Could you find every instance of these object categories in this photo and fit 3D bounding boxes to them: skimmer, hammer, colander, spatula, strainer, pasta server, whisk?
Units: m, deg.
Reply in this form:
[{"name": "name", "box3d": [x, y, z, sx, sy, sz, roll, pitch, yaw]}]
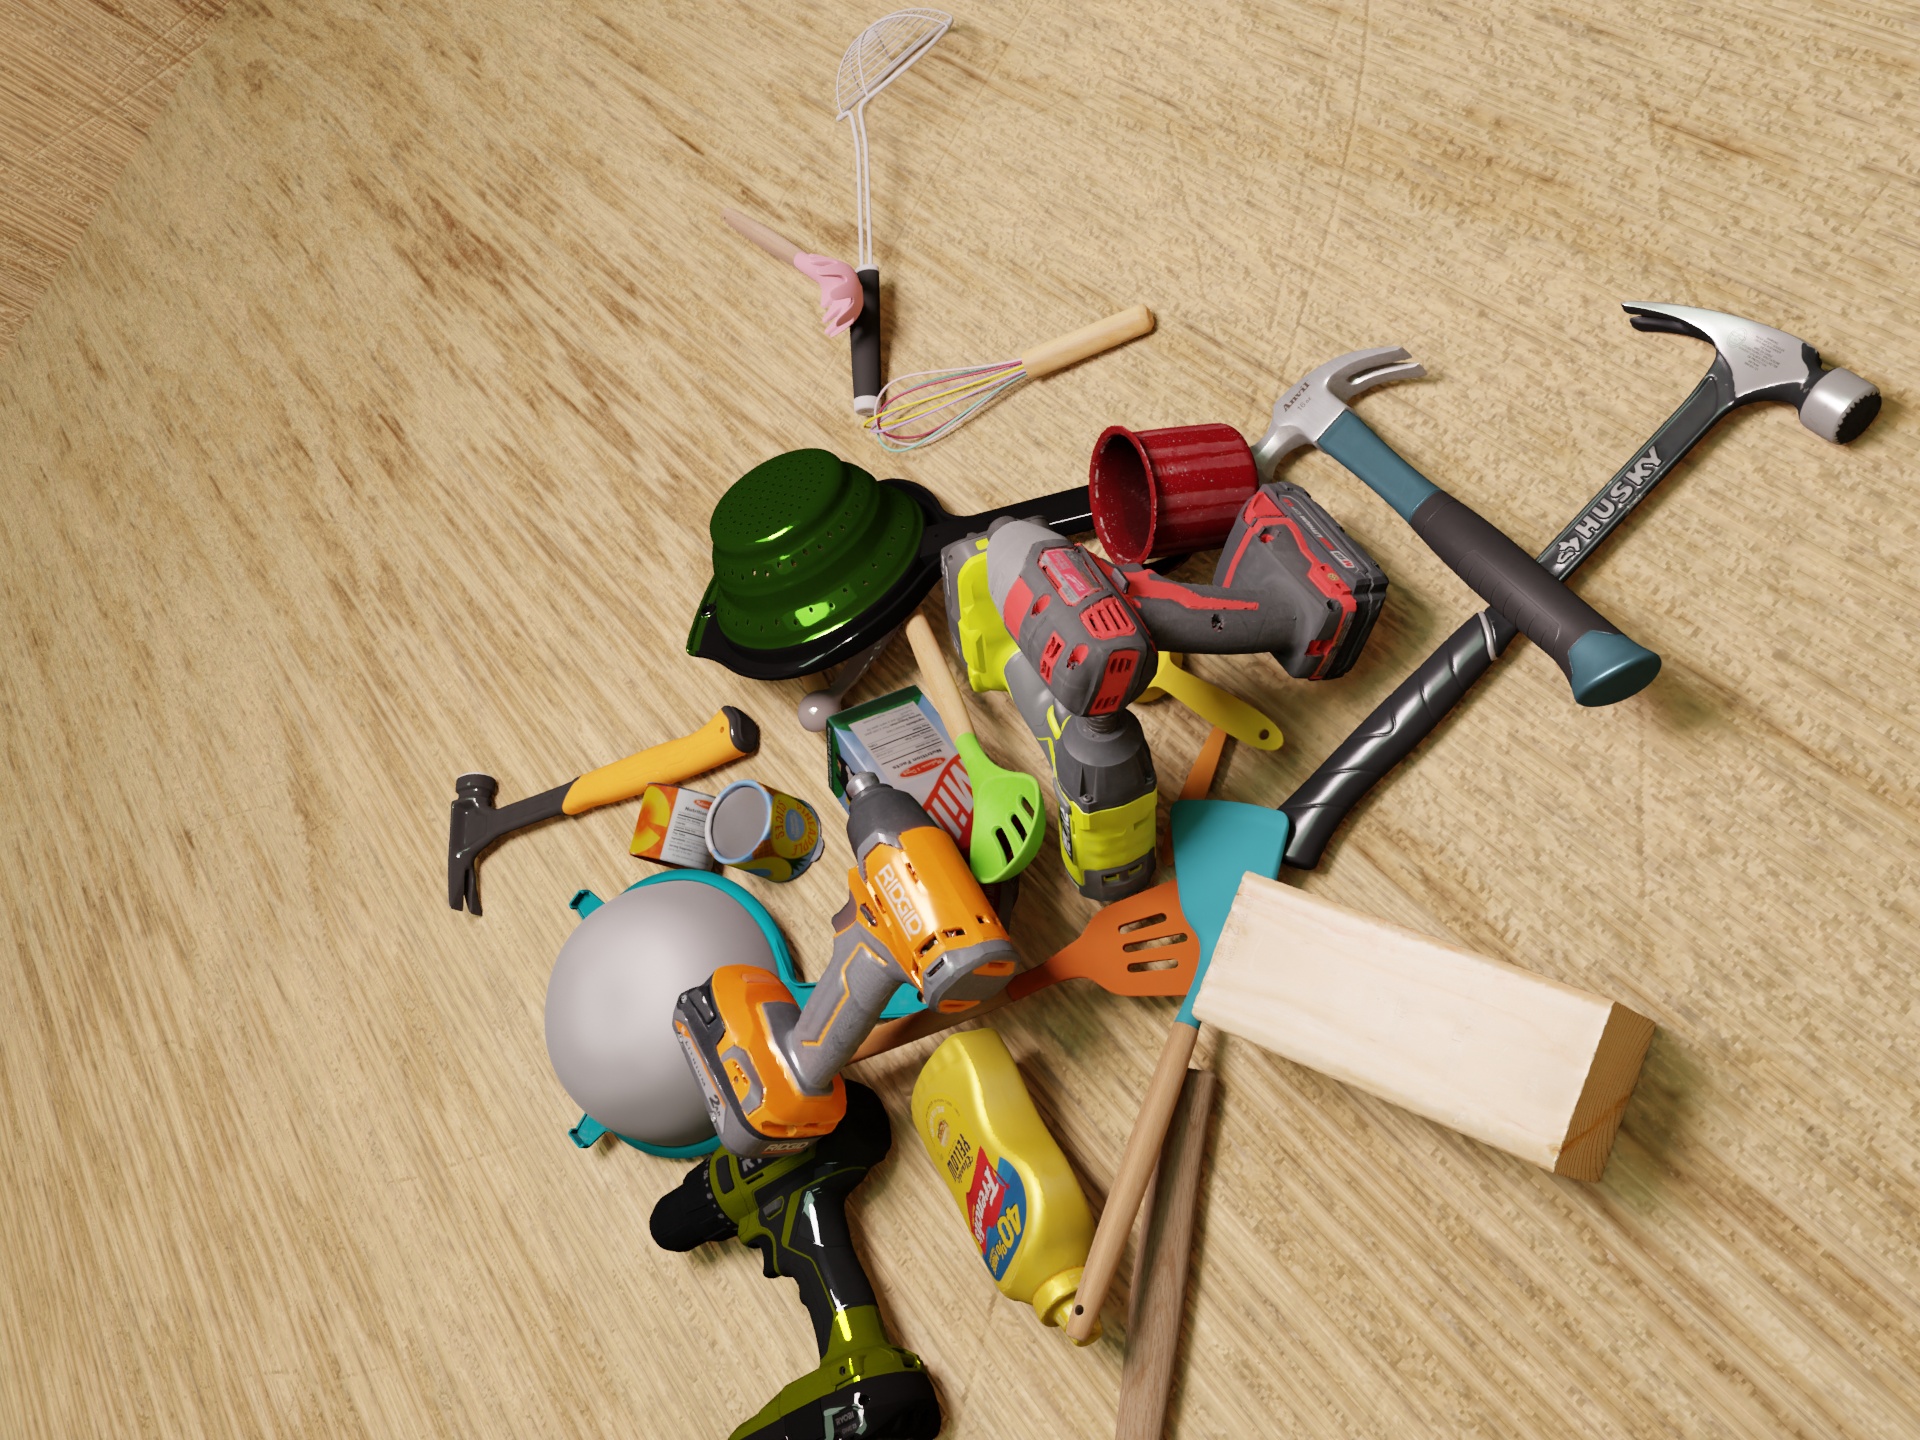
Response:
[{"name": "skimmer", "box3d": [-0.055, -0.425, 1.329, 0.127, 0.090, 0.363, -13, 75, 50]}, {"name": "hammer", "box3d": [0.315, -0.068, 0.919, 0.409, 0.036, 0.149, -48, 51, 12]}, {"name": "hammer", "box3d": [-0.304, 0.063, 1.320, 0.337, 0.034, 0.127, -20, 61, 29]}, {"name": "colander", "box3d": [-0.044, -0.149, 1.143, 0.397, 0.094, 0.205, -12, 43, 24]}, {"name": "spatula", "box3d": [0.116, 0.197, 0.919, 0.082, 0.044, 0.318, 5, 63, 40]}, {"name": "strainer", "box3d": [-0.172, 0.201, 1.116, 0.340, 0.095, 0.211, -9, 77, 28]}, {"name": "pasta server", "box3d": [-0.152, -0.395, 1.353, 0.040, 0.060, 0.317, -23, 37, -17]}, {"name": "hammer", "box3d": [0.280, -0.114, 0.925, 0.128, 0.033, 0.331, -49, 41, 16]}, {"name": "hammer", "box3d": [0.109, 0.365, 0.904, 0.130, 0.031, 0.331, 0, 72, 36]}, {"name": "spatula", "box3d": [0.017, 0.183, 1.023, 0.322, 0.041, 0.081, -25, 59, 23]}, {"name": "whisk", "box3d": [0.031, -0.259, 1.196, 0.245, 0.047, 0.051, -16, 62, 27]}]

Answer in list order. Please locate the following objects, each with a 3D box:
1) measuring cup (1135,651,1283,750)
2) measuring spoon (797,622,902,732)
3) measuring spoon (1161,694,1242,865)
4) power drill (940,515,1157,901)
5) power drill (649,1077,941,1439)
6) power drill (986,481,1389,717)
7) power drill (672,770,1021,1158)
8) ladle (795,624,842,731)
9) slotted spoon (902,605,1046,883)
[{"name": "measuring cup", "box3d": [0.151, -0.017, 1.022, 0.157, 0.029, 0.062, 36, 95, 39]}, {"name": "measuring spoon", "box3d": [-0.081, -0.044, 1.194, 0.034, 0.018, 0.124, 32, 80, 37]}, {"name": "measuring spoon", "box3d": [0.155, 0.039, 1.012, 0.021, 0.011, 0.117, 22, 90, 51]}, {"name": "power drill", "box3d": [0.061, -0.018, 1.005, 0.080, 0.171, 0.223, -19, 52, -7]}, {"name": "power drill", "box3d": [-0.114, 0.372, 1.037, 0.190, 0.080, 0.229, -34, 53, 20]}, {"name": "power drill", "box3d": [0.123, -0.076, 0.924, 0.143, 0.219, 0.078, 57, 144, 39]}, {"name": "power drill", "box3d": [-0.079, 0.149, 0.990, 0.226, 0.084, 0.164, -45, 57, 23]}, {"name": "ladle", "box3d": [-0.079, 0.034, 1.173, 0.069, 0.031, 0.316, -36, 53, 10]}, {"name": "slotted spoon", "box3d": [-0.002, -0.003, 1.059, 0.070, 0.031, 0.314, -51, 36, 22]}]
